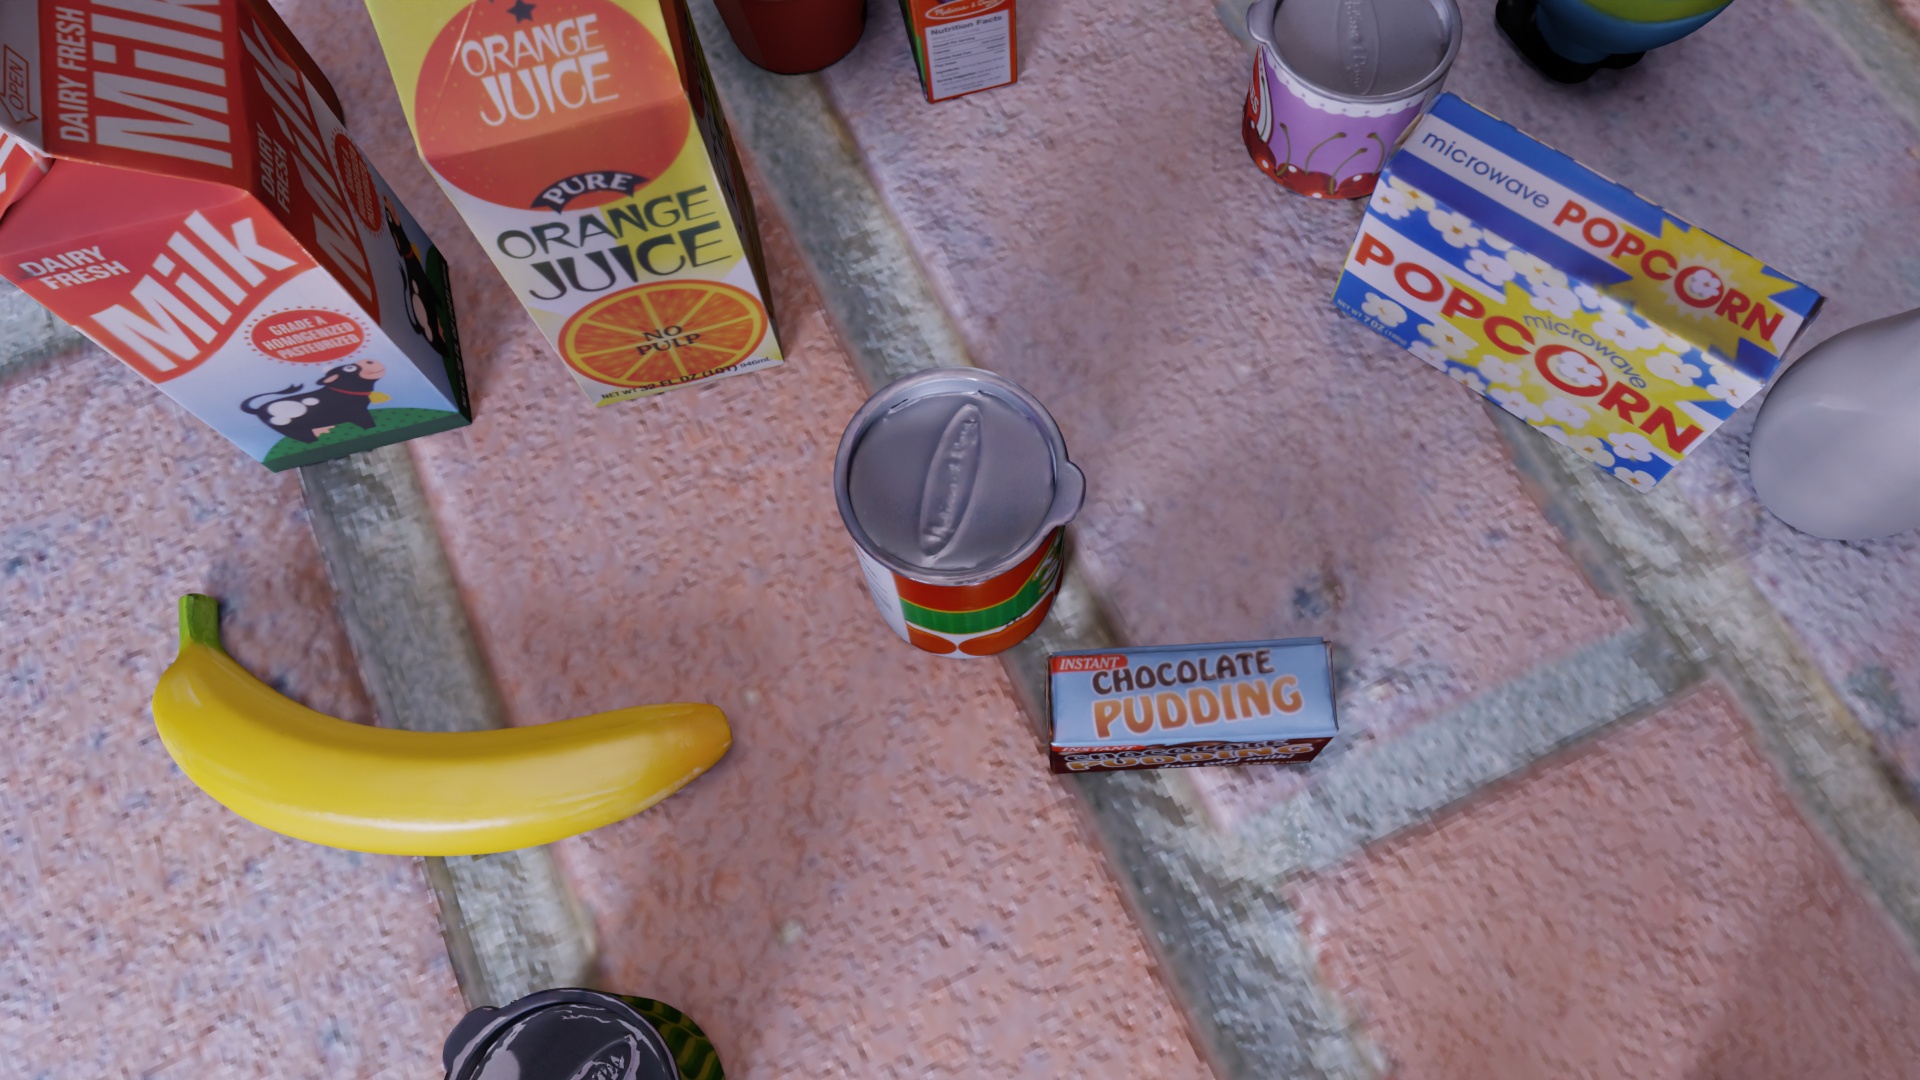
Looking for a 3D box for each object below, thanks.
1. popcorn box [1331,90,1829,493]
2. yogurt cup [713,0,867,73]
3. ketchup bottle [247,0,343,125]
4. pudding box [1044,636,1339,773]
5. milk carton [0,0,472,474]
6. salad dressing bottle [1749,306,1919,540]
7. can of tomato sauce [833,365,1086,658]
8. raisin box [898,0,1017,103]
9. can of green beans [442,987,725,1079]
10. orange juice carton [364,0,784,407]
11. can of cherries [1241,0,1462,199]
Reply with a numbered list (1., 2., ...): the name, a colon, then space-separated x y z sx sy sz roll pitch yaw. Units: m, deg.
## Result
1. popcorn box: 0.188 -0.077 0.442 0.127 0.085 0.038 35 75 14
2. yogurt cup: -0.065 -0.215 0.524 0.072 0.053 0.072 -1 70 3
3. ketchup bottle: -0.264 -0.182 0.472 0.043 0.148 0.065 -14 70 -2
4. pudding box: 0.068 0.051 0.420 0.084 0.049 0.030 -3 70 2
5. milk carton: -0.220 -0.094 0.414 0.073 0.190 0.072 -15 70 -2
6. salad dressing bottle: 0.281 -0.046 0.393 0.064 0.147 0.044 31 75 13
7. can of tomato sauce: 0.002 -0.005 0.426 0.071 0.083 0.071 -1 70 3
8. raisin box: -0.009 -0.230 0.490 0.040 0.123 0.086 -12 70 -1
9. can of green beans: -0.102 0.159 0.383 0.071 0.057 0.071 -1 70 3
10. orange juice carton: -0.108 -0.119 0.416 0.072 0.192 0.073 -13 70 -2
11. can of cherries: 0.134 -0.165 0.492 0.071 0.058 0.072 -1 70 3
